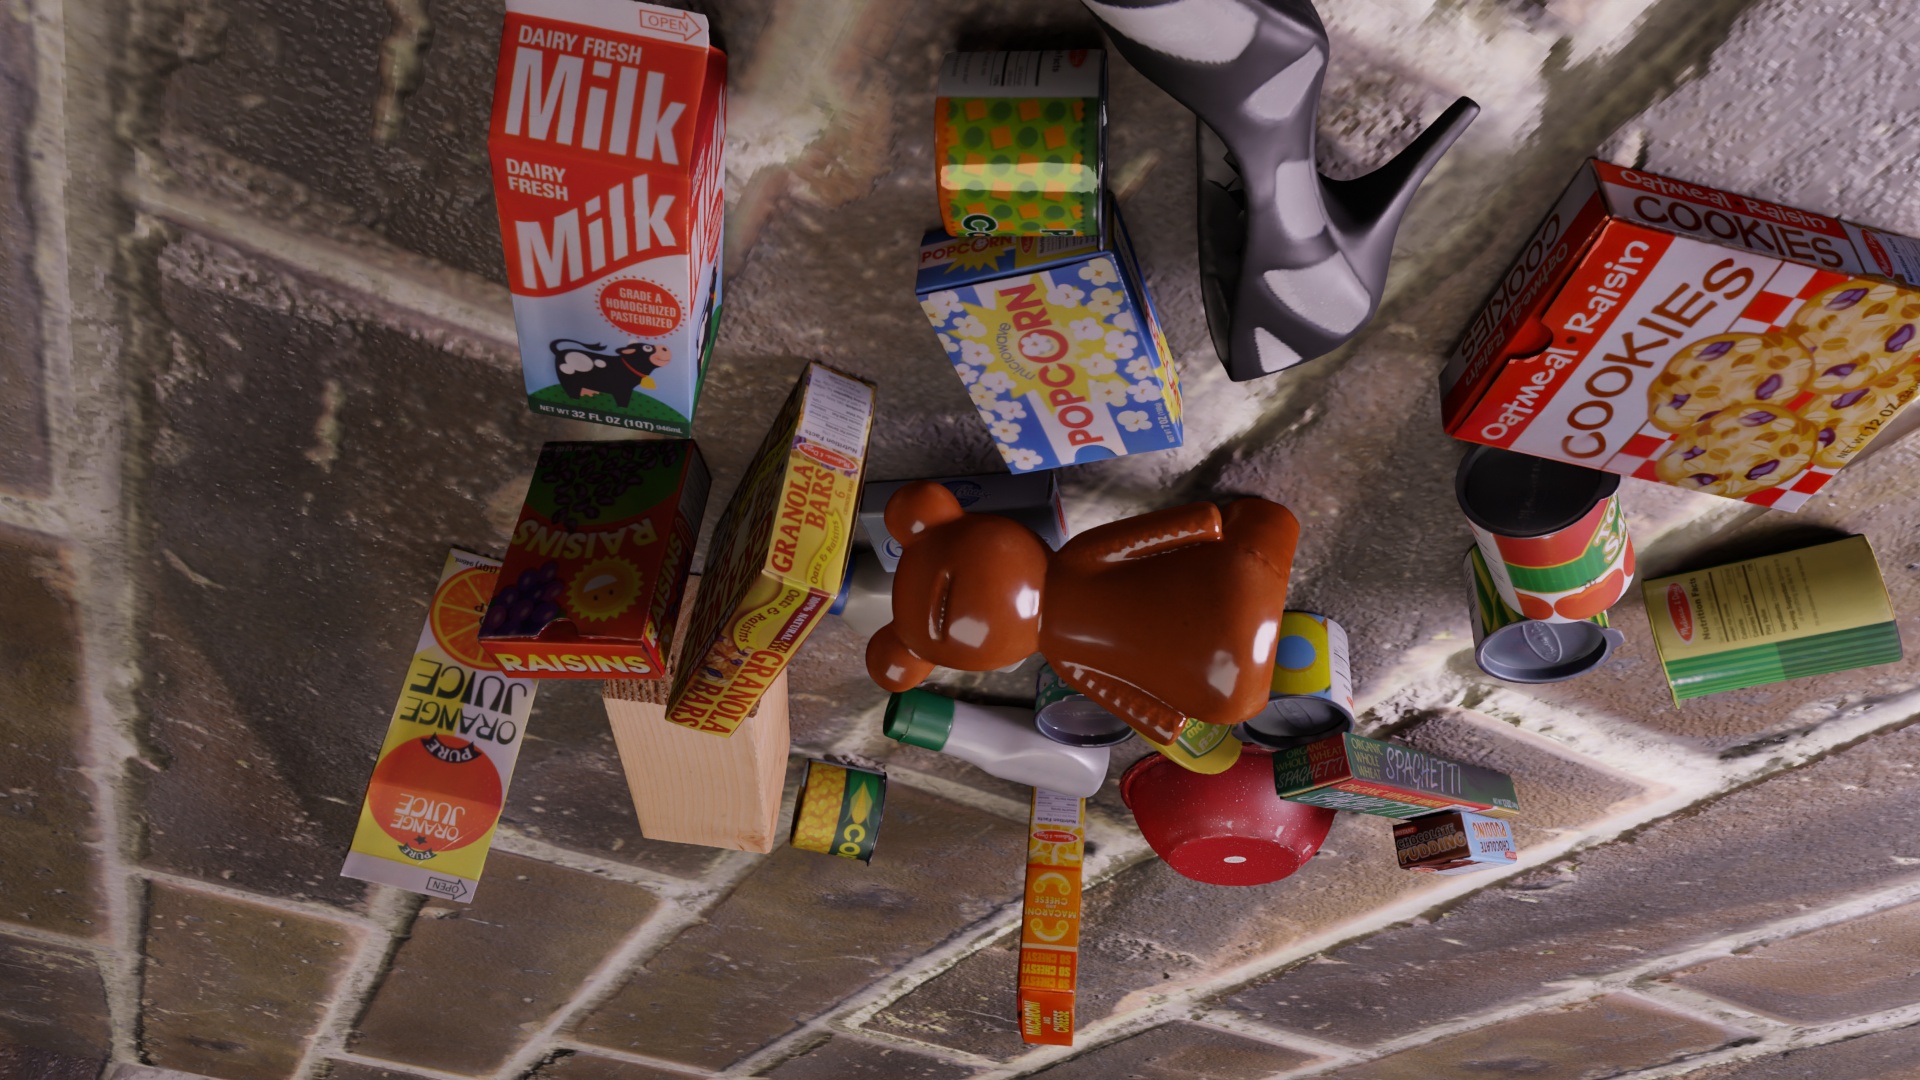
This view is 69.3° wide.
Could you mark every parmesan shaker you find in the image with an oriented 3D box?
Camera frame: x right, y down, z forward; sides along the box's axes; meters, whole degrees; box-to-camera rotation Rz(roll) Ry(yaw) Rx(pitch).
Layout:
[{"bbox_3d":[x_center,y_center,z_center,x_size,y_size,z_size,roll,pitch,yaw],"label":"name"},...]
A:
[{"bbox_3d":[0.411,0.043,0.706,0.103,0.071,0.071,-16,140,28],"label":"parmesan shaker"}]

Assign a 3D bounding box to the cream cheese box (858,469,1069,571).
[{"bbox_3d":[0.003,-0.009,0.736,0.104,0.024,0.053,-4,142,13],"label":"cream cheese box"}]

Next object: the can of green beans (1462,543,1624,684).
[{"bbox_3d":[0.299,0.034,0.722,0.071,0.058,0.071,4,145,3],"label":"can of green beans"}]

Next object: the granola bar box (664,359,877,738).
[{"bbox_3d":[-0.095,0.009,0.690,0.039,0.125,0.164,20,143,-16],"label":"granola bar box"}]

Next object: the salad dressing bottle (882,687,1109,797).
[{"bbox_3d":[0.023,0.131,0.918,0.148,0.044,0.064,17,146,-14],"label":"salad dressing bottle"}]

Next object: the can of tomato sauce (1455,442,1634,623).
[{"bbox_3d":[0.280,-0.008,0.658,0.071,0.071,0.083,-14,141,26],"label":"can of tomato sauce"}]

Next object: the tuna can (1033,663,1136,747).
[{"bbox_3d":[0.079,0.100,0.874,0.071,0.033,0.070,4,145,3],"label":"tuna can"}]

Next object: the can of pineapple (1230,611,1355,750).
[{"bbox_3d":[0.192,0.082,0.809,0.071,0.058,0.070,4,145,3],"label":"can of pineapple"}]

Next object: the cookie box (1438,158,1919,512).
[{"bbox_3d":[0.303,-0.078,0.569,0.167,0.040,0.122,11,140,-7],"label":"cookie box"}]

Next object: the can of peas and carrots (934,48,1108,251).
[{"bbox_3d":[0.024,-0.141,0.505,0.059,0.071,0.070,2,145,8],"label":"can of peas and carrots"}]

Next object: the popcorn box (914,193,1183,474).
[{"bbox_3d":[0.042,-0.086,0.608,0.085,0.038,0.126,-9,142,19],"label":"popcorn box"}]

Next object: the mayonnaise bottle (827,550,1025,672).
[{"bbox_3d":[-0.029,0.034,0.790,0.148,0.041,0.064,16,143,-12],"label":"mayonnaise bottle"}]

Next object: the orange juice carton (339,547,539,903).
[{"bbox_3d":[-0.292,0.109,0.804,0.072,0.193,0.072,18,144,-18],"label":"orange juice carton"}]

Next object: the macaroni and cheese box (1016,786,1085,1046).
[{"bbox_3d":[0.065,0.254,0.979,0.040,0.167,0.123,3,145,6],"label":"macaroni and cheese box"}]

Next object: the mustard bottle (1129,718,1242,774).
[{"bbox_3d":[0.141,0.106,0.847,0.049,0.065,0.159,36,172,41],"label":"mustard bottle"}]

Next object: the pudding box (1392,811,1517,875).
[{"bbox_3d":[0.324,0.199,0.909,0.049,0.030,0.084,-22,153,36],"label":"pudding box"}]

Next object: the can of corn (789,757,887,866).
[{"bbox_3d":[-0.089,0.197,1.005,0.058,0.071,0.070,13,145,-9],"label":"can of corn"}]

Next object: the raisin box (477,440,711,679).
[{"bbox_3d":[-0.182,0.008,0.703,0.086,0.124,0.040,0,145,9],"label":"raisin box"}]

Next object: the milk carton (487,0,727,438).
[{"bbox_3d":[-0.133,-0.130,0.541,0.072,0.074,0.189,9,145,-4],"label":"milk carton"}]

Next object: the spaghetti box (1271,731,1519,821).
[{"bbox_3d":[0.276,0.152,0.862,0.050,0.029,0.250,-25,151,35],"label":"spaghetti box"}]
